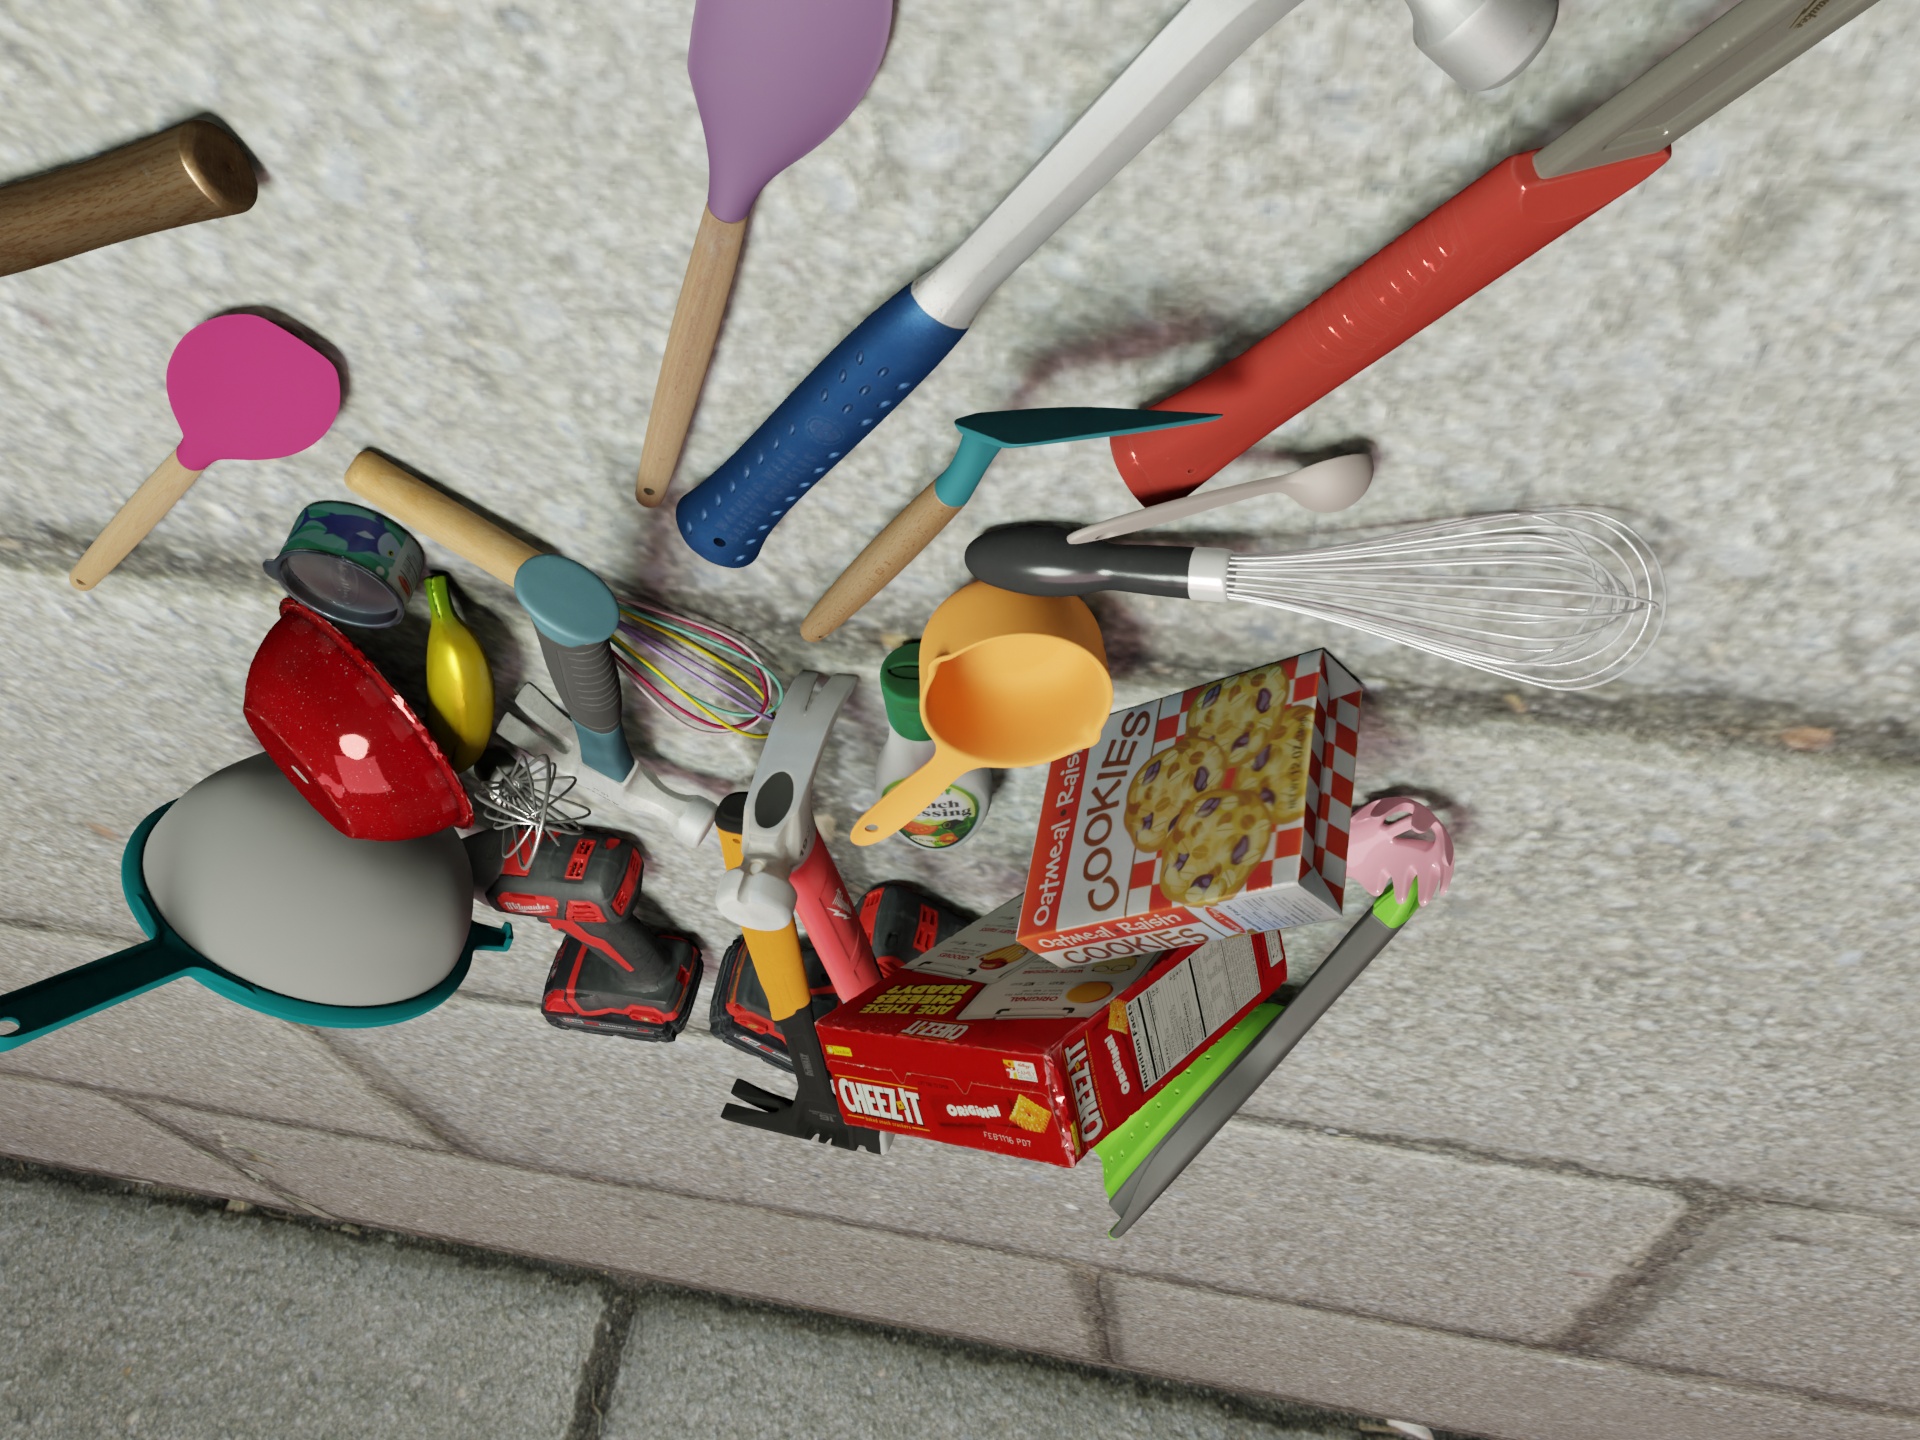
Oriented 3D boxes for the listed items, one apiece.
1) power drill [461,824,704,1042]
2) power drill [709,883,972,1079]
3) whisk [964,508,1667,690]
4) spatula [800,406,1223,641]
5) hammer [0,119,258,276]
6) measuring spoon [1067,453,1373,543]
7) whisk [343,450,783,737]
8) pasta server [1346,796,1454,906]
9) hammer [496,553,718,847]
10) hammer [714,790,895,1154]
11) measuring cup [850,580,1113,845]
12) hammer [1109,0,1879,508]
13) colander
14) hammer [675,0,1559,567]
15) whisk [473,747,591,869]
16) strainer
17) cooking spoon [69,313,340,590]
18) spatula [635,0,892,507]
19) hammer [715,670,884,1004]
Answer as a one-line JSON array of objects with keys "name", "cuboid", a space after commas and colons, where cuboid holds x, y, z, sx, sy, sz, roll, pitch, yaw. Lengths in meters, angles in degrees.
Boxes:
[{"name": "power drill", "cuboid": [-0.276, 0.147, 1.136, 0.143, 0.079, 0.219, 5, 146, 13]}, {"name": "power drill", "cuboid": [-0.049, 0.196, 1.132, 0.187, 0.080, 0.226, 34, 141, -31]}, {"name": "whisk", "cuboid": [0.135, -0.056, 0.652, 0.285, 0.070, 0.070, 6, 150, 20]}, {"name": "spatula", "cuboid": [-0.012, -0.074, 0.650, 0.082, 0.044, 0.317, -13, 171, -26]}, {"name": "hammer", "cuboid": [-0.416, -0.192, 0.655, 0.331, 0.031, 0.129, -3, 146, 26]}, {"name": "measuring spoon", "cuboid": [0.101, -0.078, 0.605, 0.124, 0.018, 0.034, -15, 173, -9]}, {"name": "whisk", "cuboid": [-0.188, -0.058, 0.785, 0.244, 0.047, 0.051, 32, 146, -25]}, {"name": "pasta server", "cuboid": [0.173, 0.105, 0.926, 0.060, 0.040, 0.316, 47, 145, -4]}, {"name": "hammer", "cuboid": [-0.184, -0.007, 0.801, 0.128, 0.033, 0.331, 28, 162, 0]}, {"name": "hammer", "cuboid": [-0.121, 0.171, 1.036, 0.127, 0.034, 0.336, 8, 135, 15]}, {"name": "measuring cup", "cuboid": [-0.001, -0.002, 0.756, 0.095, 0.052, 0.173, 25, 132, -28]}, {"name": "hammer", "cuboid": [0.166, -0.147, 0.477, 0.149, 0.037, 0.359, -2, 165, -30]}, {"name": "colander", "cuboid": [0.165, 0.185, 1.008, 0.094, 0.204, 0.396, 42, 136, 17]}, {"name": "hammer", "cuboid": [-0.006, -0.155, 0.555, 0.144, 0.035, 0.405, 27, 147, -23]}, {"name": "whisk", "cuboid": [-0.248, 0.039, 0.884, 0.057, 0.059, 0.246, 12, 180, -22]}, {"name": "strainer", "cuboid": [-0.399, 0.091, 0.901, 0.211, 0.340, 0.095, 37, 109, 9]}, {"name": "cooking spoon", "cuboid": [-0.385, -0.120, 0.778, 0.068, 0.017, 0.319, 34, 143, -31]}, {"name": "spatula", "cuboid": [-0.088, -0.169, 0.581, 0.059, 0.018, 0.315, 19, 149, -12]}, {"name": "hammer", "cuboid": [-0.059, 0.133, 0.942, 0.038, 0.143, 0.385, 6, 147, 14]}]
